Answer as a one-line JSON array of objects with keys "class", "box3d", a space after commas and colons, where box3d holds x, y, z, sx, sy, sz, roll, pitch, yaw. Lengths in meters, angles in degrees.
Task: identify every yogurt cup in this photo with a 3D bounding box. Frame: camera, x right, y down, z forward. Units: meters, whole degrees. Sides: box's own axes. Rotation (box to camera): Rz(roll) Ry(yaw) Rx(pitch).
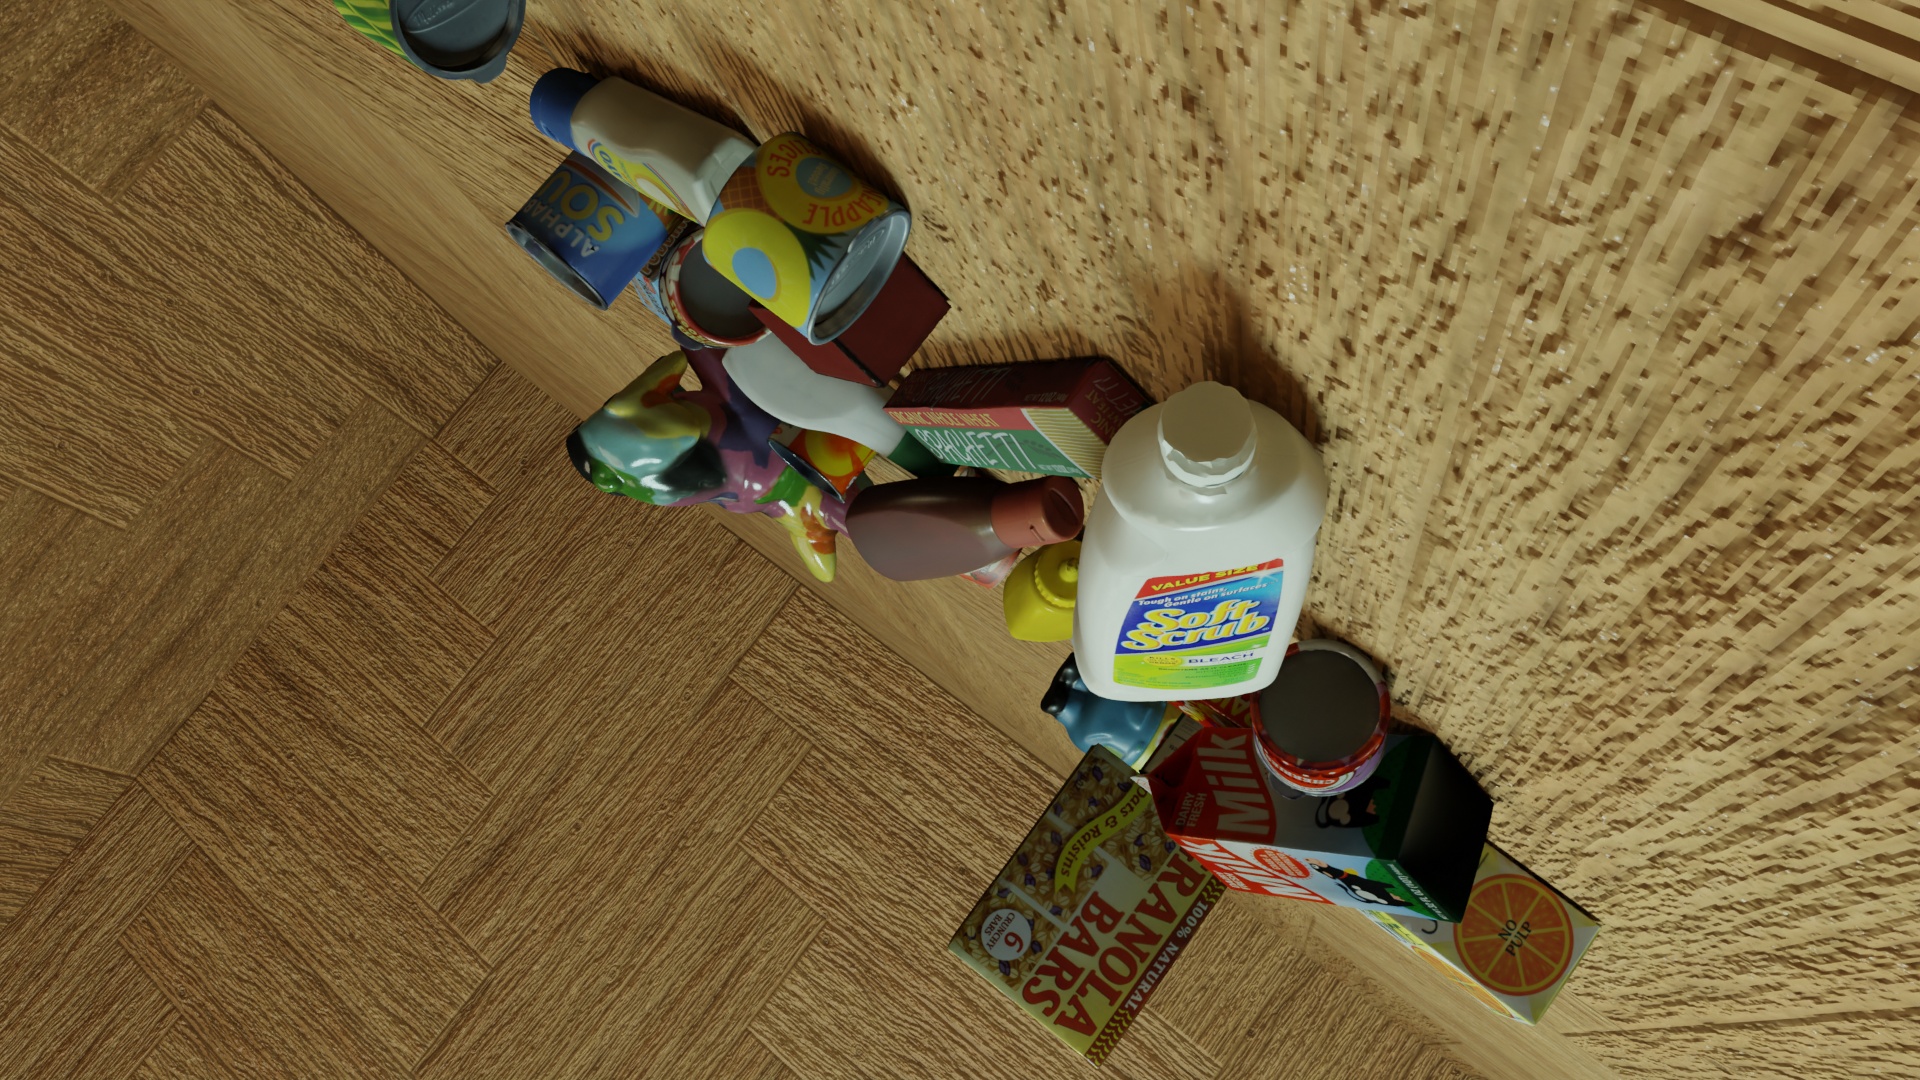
[{"class": "yogurt cup", "box3d": [0.011, -0.005, 0.886, 0.054, 0.072, 0.072, 31, 172, -7]}]

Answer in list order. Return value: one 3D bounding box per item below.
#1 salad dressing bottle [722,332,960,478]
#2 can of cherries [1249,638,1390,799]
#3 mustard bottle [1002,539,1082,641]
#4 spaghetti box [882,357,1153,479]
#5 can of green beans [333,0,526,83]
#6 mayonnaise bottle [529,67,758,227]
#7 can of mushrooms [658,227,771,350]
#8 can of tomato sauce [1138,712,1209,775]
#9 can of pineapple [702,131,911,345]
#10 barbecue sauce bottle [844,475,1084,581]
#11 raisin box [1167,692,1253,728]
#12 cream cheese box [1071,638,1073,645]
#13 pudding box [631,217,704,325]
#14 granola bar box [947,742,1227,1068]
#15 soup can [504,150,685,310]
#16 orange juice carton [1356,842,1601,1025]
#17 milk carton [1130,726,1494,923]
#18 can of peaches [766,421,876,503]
[{"class": "salad dressing bottle", "box3d": [-0.065, -0.082, 0.808, 0.147, 0.064, 0.044, 32, -179, -12]}, {"class": "can of cherries", "box3d": [0.176, 0.090, 0.683, 0.071, 0.071, 0.058, 34, 170, 23]}, {"class": "mustard bottle", "box3d": [0.063, 0.029, 0.862, 0.065, 0.049, 0.160, -5, 167, -5]}, {"class": "spaghetti box", "box3d": [0.023, -0.059, 0.672, 0.050, 0.029, 0.250, 42, 170, -19]}, {"class": "can of green beans", "box3d": [-0.240, -0.249, 0.624, 0.058, 0.071, 0.071, 33, 170, 30]}, {"class": "mayonnaise bottle", "box3d": [-0.148, -0.187, 0.657, 0.148, 0.041, 0.064, 32, 171, 33]}, {"class": "can of mushrooms", "box3d": [-0.127, -0.134, 0.746, 0.071, 0.071, 0.033, 42, 168, -22]}, {"class": "can of tomato sauce", "box3d": [0.171, 0.142, 0.929, 0.071, 0.083, 0.071, 37, 171, 7]}, {"class": "can of pineapple", "box3d": [-0.061, -0.123, 0.561, 0.058, 0.071, 0.071, 37, 171, 7]}, {"class": "barbecue sauce bottle", "box3d": [0.003, -0.010, 0.792, 0.148, 0.044, 0.064, -8, 132, 44]}, {"class": "raisin box", "box3d": [0.152, 0.087, 0.869, 0.123, 0.040, 0.086, 35, 170, 27]}, {"class": "cream cheese box", "box3d": [0.107, 0.073, 1.020, 0.053, 0.024, 0.103, 36, 171, 14]}, {"class": "pudding box", "box3d": [-0.173, -0.166, 0.836, 0.030, 0.050, 0.083, 39, 171, 5]}, {"class": "granola bar box", "box3d": [0.090, 0.237, 0.914, 0.124, 0.166, 0.039, 37, 173, 8]}, {"class": "soup can", "box3d": [-0.188, -0.175, 0.732, 0.071, 0.084, 0.071, 37, 171, 7]}, {"class": "orange juice carton", "box3d": [0.278, 0.204, 0.852, 0.193, 0.073, 0.071, 37, 171, 11]}, {"class": "milk carton", "box3d": [0.186, 0.154, 0.776, 0.190, 0.074, 0.072, -7, 139, 49]}, {"class": "can of peaches", "box3d": [-0.090, -0.070, 0.970, 0.071, 0.058, 0.071, 36, 170, 7]}]
